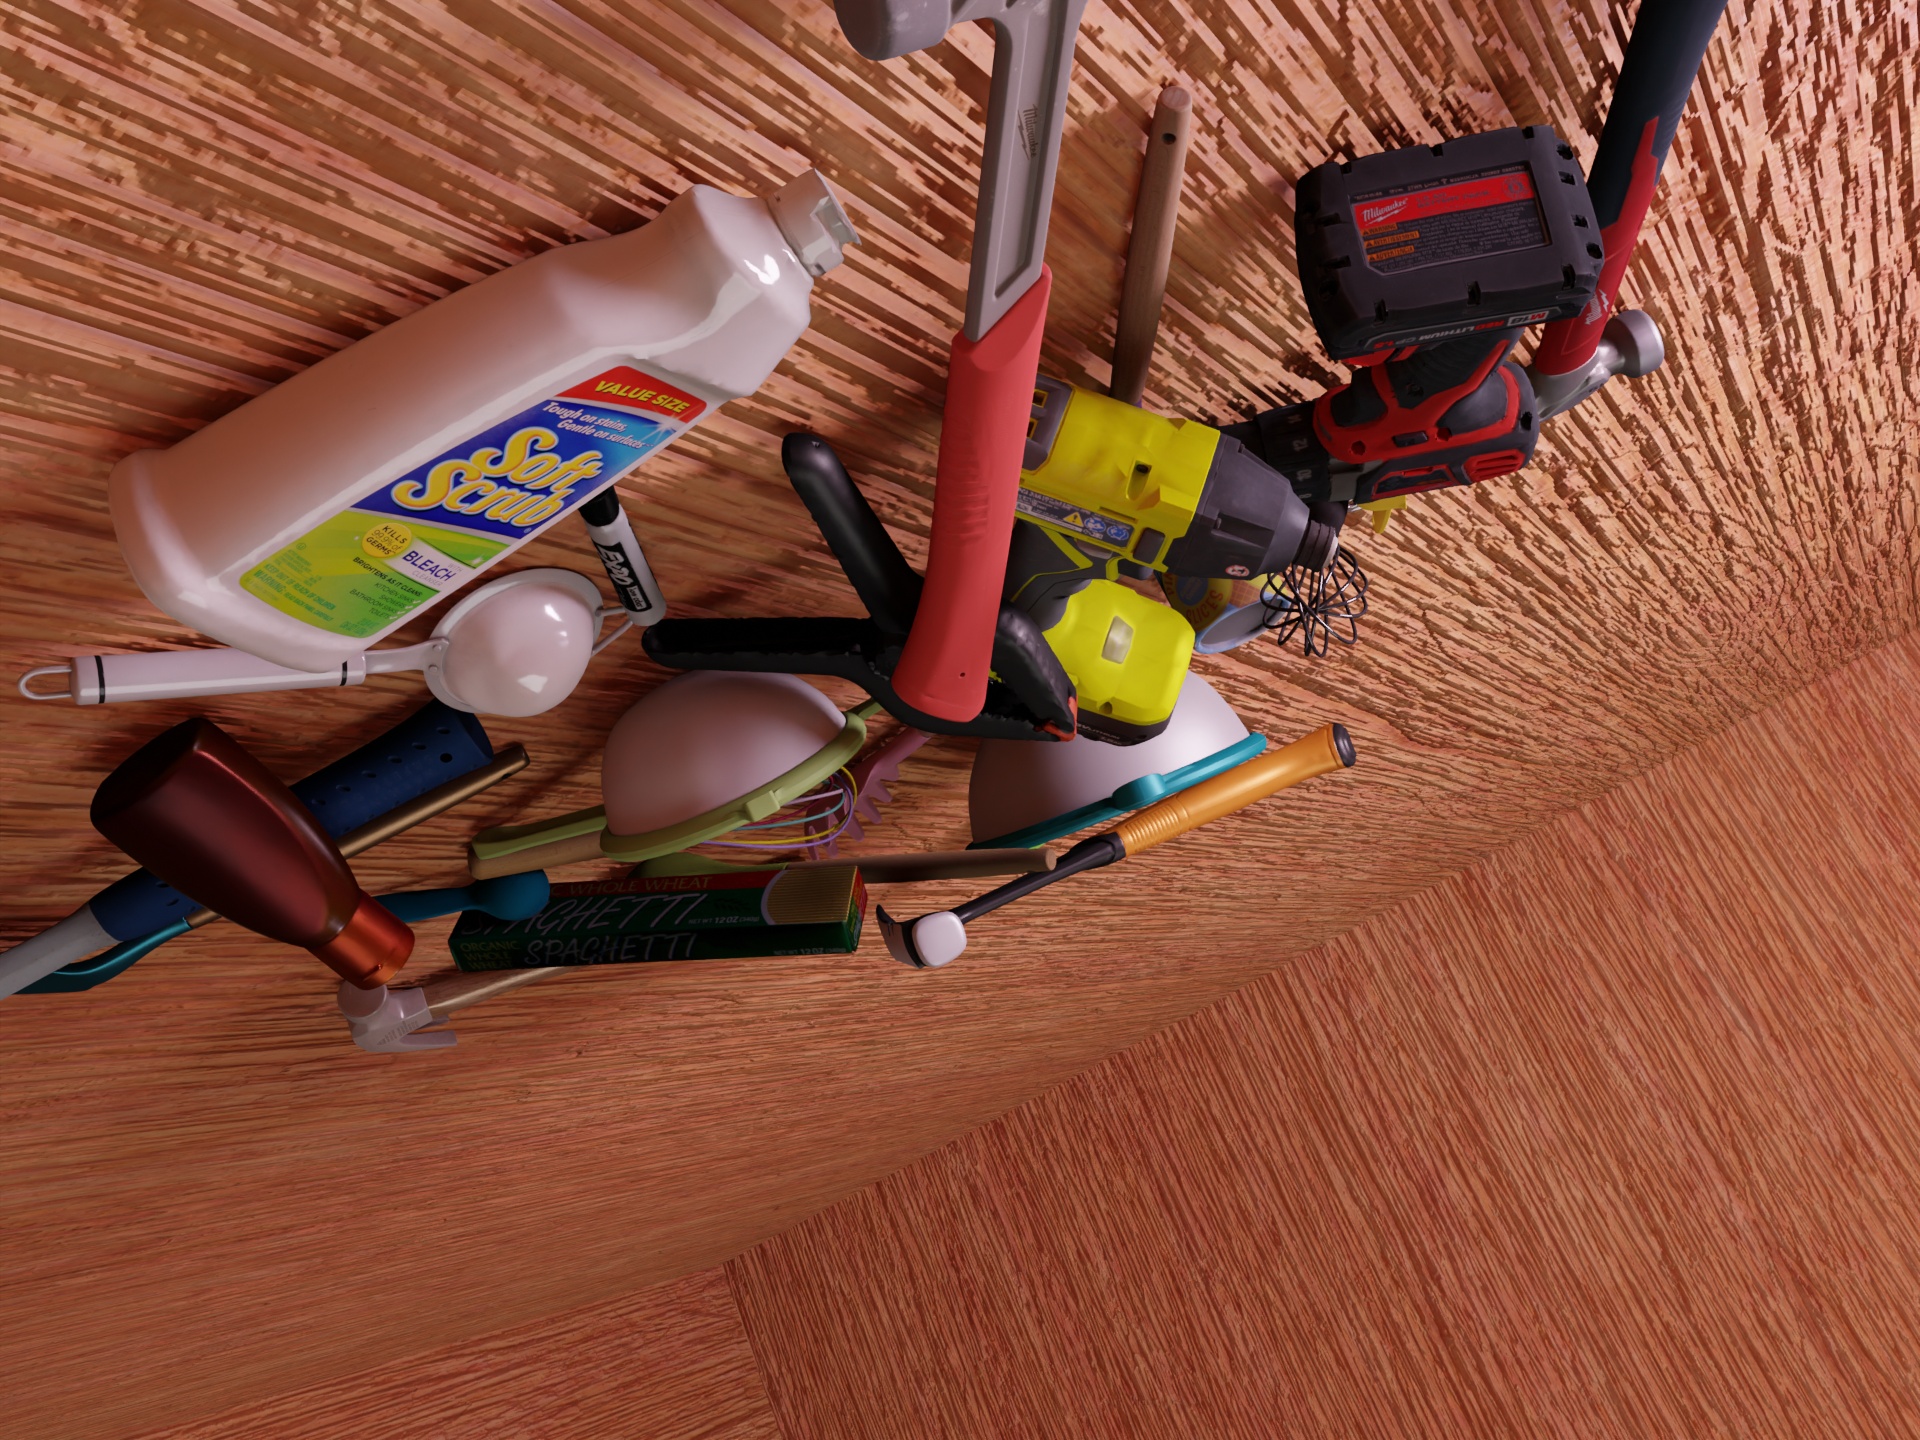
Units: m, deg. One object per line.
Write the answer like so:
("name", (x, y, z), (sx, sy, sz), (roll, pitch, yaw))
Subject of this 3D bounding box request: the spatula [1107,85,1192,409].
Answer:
("spatula", (0.079, -0.162, 0.718), (0.060, 0.018, 0.315), (7, 157, 3))

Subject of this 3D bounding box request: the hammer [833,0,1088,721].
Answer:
("hammer", (0.019, -0.126, 0.592), (0.149, 0.037, 0.358), (-25, 148, -23))

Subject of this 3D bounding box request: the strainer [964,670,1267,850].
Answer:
("strainer", (0.084, 0.011, 0.978), (0.211, 0.095, 0.340), (-21, 177, 1))

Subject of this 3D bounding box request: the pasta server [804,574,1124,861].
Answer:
("pasta server", (-0.002, -0.003, 1.006), (0.316, 0.040, 0.060), (-40, 170, 33))

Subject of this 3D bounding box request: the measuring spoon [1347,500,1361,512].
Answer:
("measuring spoon", (0.287, -0.159, 0.988), (0.124, 0.018, 0.034), (-22, 156, 13))

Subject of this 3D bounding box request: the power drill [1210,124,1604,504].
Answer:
("power drill", (0.188, -0.165, 0.746), (0.188, 0.080, 0.226), (-10, 162, 5))

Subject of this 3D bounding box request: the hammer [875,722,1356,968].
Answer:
("hammer", (0.106, 0.076, 1.024), (0.337, 0.034, 0.127), (-22, -178, -16))

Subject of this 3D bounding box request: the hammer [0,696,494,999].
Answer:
("hammer", (-0.407, 0.103, 0.749), (0.405, 0.035, 0.143), (-28, 125, -3))

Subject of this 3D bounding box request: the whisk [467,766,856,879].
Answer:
("whisk", (-0.177, 0.061, 0.975), (0.245, 0.051, 0.047), (-9, 134, -26))

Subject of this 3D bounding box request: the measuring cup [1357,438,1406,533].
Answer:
("measuring cup", (0.239, -0.136, 0.935), (0.029, 0.062, 0.156), (-7, 168, 9))

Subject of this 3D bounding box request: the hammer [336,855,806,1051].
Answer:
("hammer", (-0.263, 0.163, 1.130), (0.331, 0.031, 0.130), (-18, 159, -19))

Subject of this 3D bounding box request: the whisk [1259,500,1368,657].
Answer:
("whisk", (0.192, -0.093, 0.843), (0.055, 0.055, 0.239), (-35, -168, 26))

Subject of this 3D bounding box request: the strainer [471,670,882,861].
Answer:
("strainer", (-0.174, 0.021, 0.847), (0.256, 0.069, 0.151), (-15, -164, 27))

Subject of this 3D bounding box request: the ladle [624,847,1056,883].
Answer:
("ladle", (-0.085, 0.107, 0.996), (0.320, 0.062, 0.078), (-6, 166, 30))

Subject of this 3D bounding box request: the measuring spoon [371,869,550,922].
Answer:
("measuring spoon", (-0.306, 0.102, 0.932), (0.128, 0.042, 0.021), (-7, 143, -23))

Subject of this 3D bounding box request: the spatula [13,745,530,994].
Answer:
("spatula", (-0.373, 0.078, 0.810), (0.317, 0.044, 0.082), (-26, 159, -10))

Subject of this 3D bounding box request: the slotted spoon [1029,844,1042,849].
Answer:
("slotted spoon", (0.096, 0.019, 1.189), (0.070, 0.031, 0.313), (-12, 155, -28))

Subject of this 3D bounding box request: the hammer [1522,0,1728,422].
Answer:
("hammer", (0.296, -0.241, 0.752), (0.143, 0.038, 0.386), (-24, 160, 4))

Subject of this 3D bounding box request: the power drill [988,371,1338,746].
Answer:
("power drill", (0.071, -0.070, 0.765), (0.171, 0.080, 0.223), (20, 158, 1))

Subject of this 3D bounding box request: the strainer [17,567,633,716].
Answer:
("strainer", (-0.251, -0.023, 0.674), (0.258, 0.050, 0.086), (-6, 137, -34))
